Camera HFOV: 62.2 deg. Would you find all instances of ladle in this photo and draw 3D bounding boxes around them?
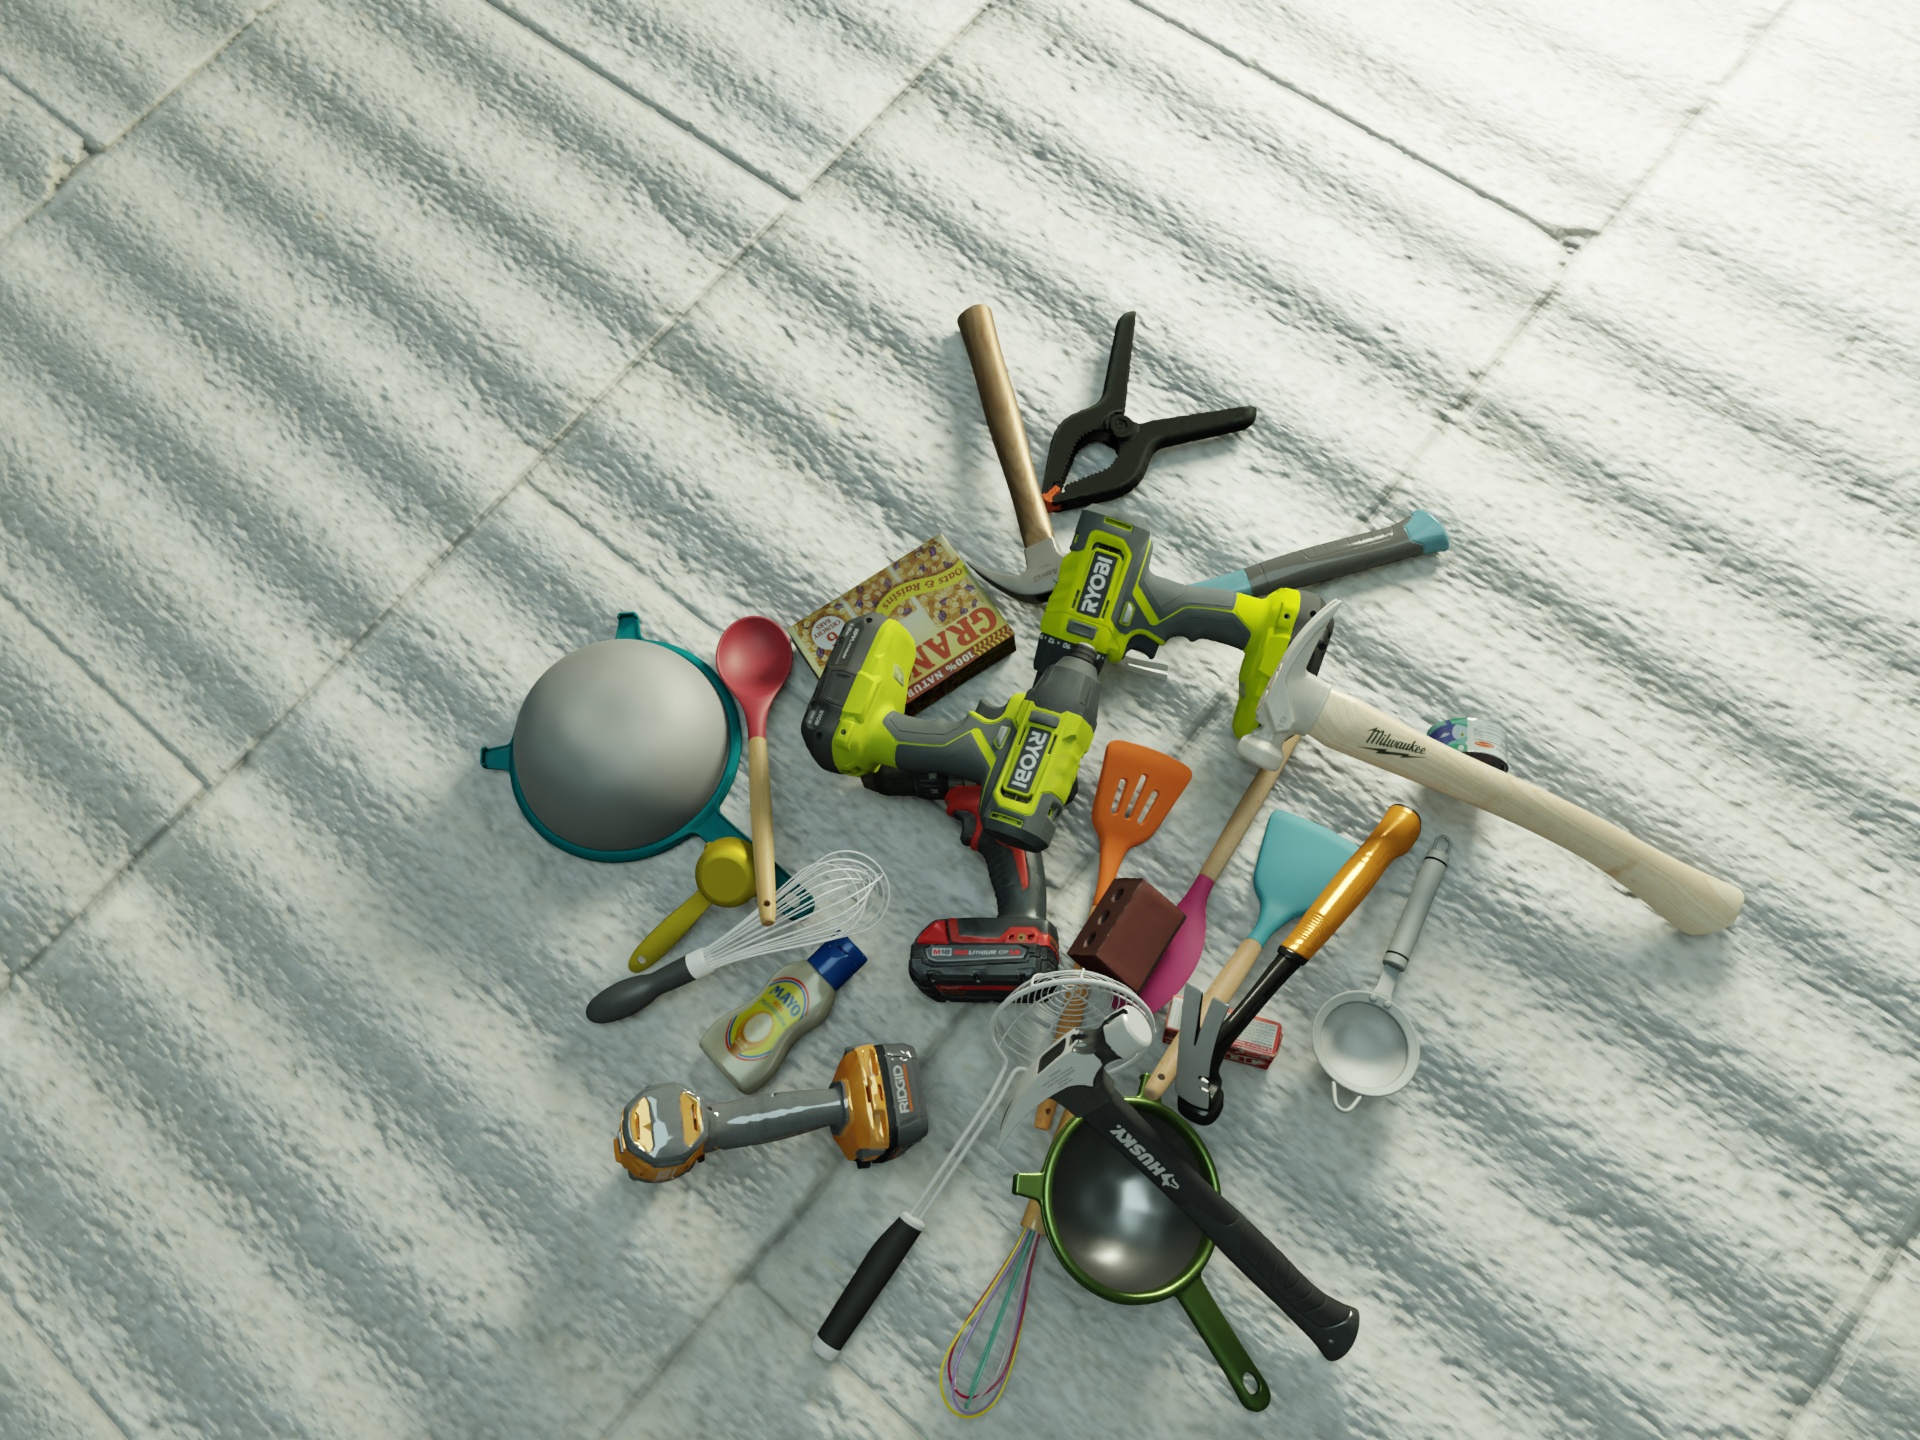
[{"bbox_3d":[-0.171,0.038,1.355,0.069,0.031,0.316,-5,52,-5],"label":"ladle"}]

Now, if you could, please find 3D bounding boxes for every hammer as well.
[{"bbox_3d":[0.436,0.051,1.268,0.410,0.038,0.146,26,100,0],"label":"hammer"},{"bbox_3d":[0.171,0.353,1.152,0.146,0.035,0.334,-38,105,25],"label":"hammer"},{"bbox_3d":[0.266,0.159,1.217,0.034,0.127,0.337,24,45,31],"label":"hammer"},{"bbox_3d":[0.045,-0.251,1.462,0.130,0.031,0.332,-23,61,16],"label":"hammer"},{"bbox_3d":[0.267,-0.127,1.411,0.331,0.033,0.128,-15,68,0],"label":"hammer"}]

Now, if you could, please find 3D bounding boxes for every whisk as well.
[{"bbox_3d":[-0.186,0.188,1.310,0.284,0.070,0.070,-26,69,10],"label":"whisk"},{"bbox_3d":[0.045,0.413,1.225,0.047,0.051,0.245,17,69,18],"label":"whisk"}]

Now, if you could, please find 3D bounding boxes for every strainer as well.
[{"bbox_3d":[-0.256,0.049,1.363,0.340,0.095,0.211,39,77,19],"label":"strainer"},{"bbox_3d":[0.147,0.411,1.212,0.151,0.069,0.256,-31,87,-28],"label":"strainer"},{"bbox_3d":[0.347,0.202,1.277,0.087,0.050,0.258,26,68,8],"label":"strainer"}]

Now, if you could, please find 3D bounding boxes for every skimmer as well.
[{"bbox_3d":[0.010,0.344,1.214,0.127,0.090,0.363,38,83,-28],"label":"skimmer"}]

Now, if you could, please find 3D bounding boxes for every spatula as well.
[{"bbox_3d":[0.219,0.183,1.242,0.082,0.044,0.317,26,42,19],"label":"spatula"},{"bbox_3d":[0.112,0.176,1.307,0.081,0.041,0.323,21,73,-13],"label":"spatula"}]

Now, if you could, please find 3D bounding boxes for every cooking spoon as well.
[{"bbox_3d":[0.217,0.111,1.324,0.069,0.017,0.319,11,61,49],"label":"cooking spoon"}]

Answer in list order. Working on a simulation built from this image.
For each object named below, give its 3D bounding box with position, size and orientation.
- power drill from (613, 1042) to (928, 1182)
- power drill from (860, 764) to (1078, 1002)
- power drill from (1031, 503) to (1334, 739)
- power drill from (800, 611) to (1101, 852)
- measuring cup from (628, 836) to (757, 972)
[{"bbox_3d":[-0.154,0.315,1.233,0.226,0.185,0.084,-5,68,-17],"label":"power drill"},{"bbox_3d":[0.002,0.115,1.325,0.188,0.080,0.227,-1,66,11],"label":"power drill"},{"bbox_3d":[0.177,-0.058,1.333,0.228,0.080,0.190,18,95,-1],"label":"power drill"},{"bbox_3d":[-0.002,-0.004,1.299,0.223,0.080,0.171,17,76,24],"label":"power drill"},{"bbox_3d":[-0.226,0.161,1.326,0.062,0.029,0.156,45,101,-4],"label":"measuring cup"}]
